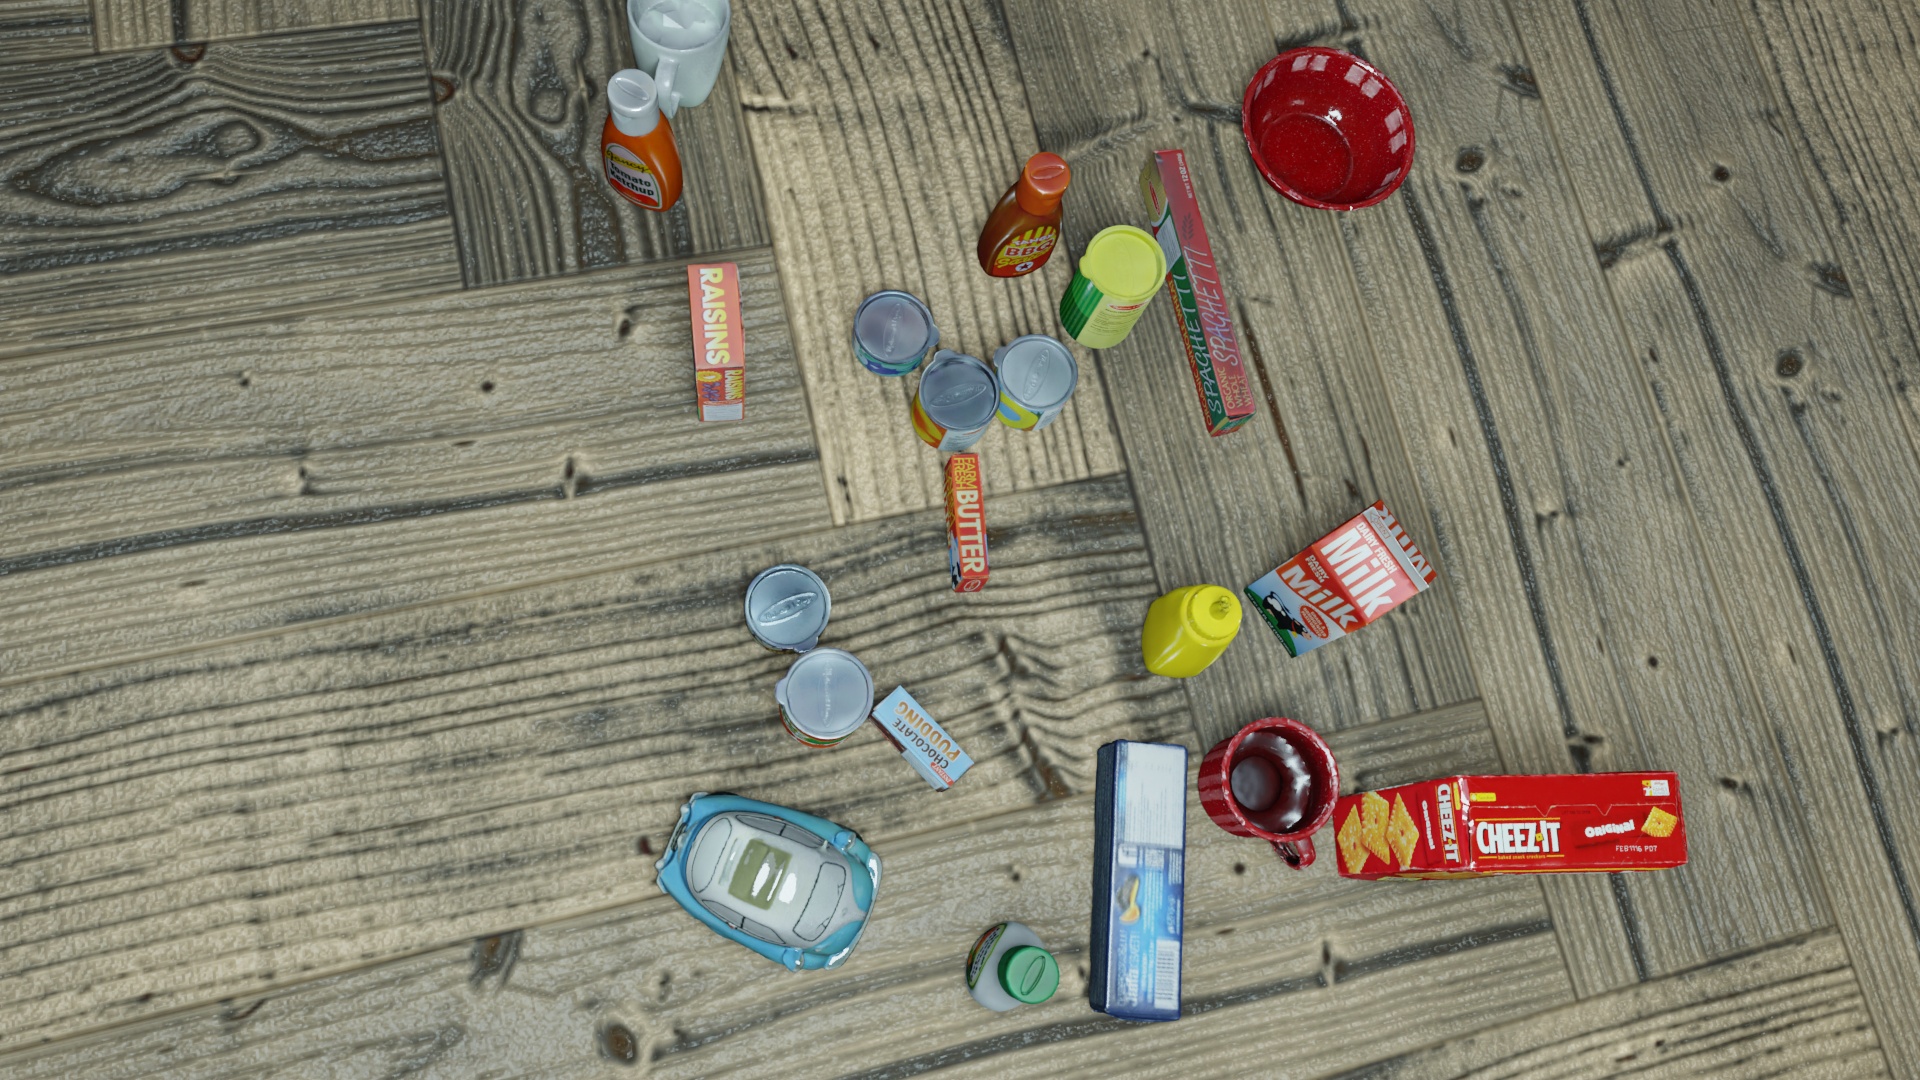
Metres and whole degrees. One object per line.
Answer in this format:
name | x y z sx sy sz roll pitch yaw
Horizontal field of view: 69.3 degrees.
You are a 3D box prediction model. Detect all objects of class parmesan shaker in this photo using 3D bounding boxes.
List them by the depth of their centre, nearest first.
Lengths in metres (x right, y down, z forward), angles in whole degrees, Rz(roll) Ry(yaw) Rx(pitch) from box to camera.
parmesan shaker | 0.121 -0.208 1.150 0.071 0.103 0.071 2 76 -9

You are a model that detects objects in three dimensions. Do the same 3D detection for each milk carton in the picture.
milk carton | 0.297 0.028 1.071 0.073 0.190 0.072 -32 83 -15

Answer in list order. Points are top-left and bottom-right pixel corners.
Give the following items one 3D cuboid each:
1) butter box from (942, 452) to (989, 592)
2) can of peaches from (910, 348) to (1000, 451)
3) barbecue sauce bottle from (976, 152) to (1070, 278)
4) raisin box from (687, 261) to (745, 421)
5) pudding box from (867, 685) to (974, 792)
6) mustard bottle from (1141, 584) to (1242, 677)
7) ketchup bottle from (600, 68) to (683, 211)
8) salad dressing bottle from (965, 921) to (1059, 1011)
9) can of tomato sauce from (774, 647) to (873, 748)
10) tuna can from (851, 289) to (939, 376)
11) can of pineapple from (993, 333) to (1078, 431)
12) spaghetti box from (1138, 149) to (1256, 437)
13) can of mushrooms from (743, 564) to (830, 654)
butter box | 0.004 -0.014 1.107 0.024 0.053 0.103 -3 76 -10
can of peaches | -0.006 -0.113 1.128 0.071 0.058 0.071 2 75 -9
barbecue sauce bottle | 0.055 -0.264 1.130 0.065 0.148 0.044 -15 79 -12
raisin box | -0.188 -0.151 1.075 0.040 0.123 0.086 -4 77 -10
pudding box | -0.031 0.152 1.059 0.030 0.049 0.084 -43 86 -16
mustard bottle | 0.180 0.065 1.059 0.049 0.159 0.065 6 75 -7
ketchup bottle | -0.253 -0.316 1.094 0.065 0.148 0.043 27 74 -1
salad dressing bottle | 0.037 0.302 0.980 0.044 0.147 0.064 32 73 0
can of tomato sauce | -0.104 0.120 1.039 0.071 0.083 0.071 2 76 -9
tuna can | -0.054 -0.170 1.149 0.071 0.032 0.071 2 75 -9
can of pineapple | 0.057 -0.130 1.143 0.071 0.057 0.071 2 75 -9
spaghetti box | 0.202 -0.213 1.192 0.029 0.050 0.250 -11 77 -11
can of mushrooms | -0.134 0.056 1.076 0.071 0.033 0.071 2 75 -9
